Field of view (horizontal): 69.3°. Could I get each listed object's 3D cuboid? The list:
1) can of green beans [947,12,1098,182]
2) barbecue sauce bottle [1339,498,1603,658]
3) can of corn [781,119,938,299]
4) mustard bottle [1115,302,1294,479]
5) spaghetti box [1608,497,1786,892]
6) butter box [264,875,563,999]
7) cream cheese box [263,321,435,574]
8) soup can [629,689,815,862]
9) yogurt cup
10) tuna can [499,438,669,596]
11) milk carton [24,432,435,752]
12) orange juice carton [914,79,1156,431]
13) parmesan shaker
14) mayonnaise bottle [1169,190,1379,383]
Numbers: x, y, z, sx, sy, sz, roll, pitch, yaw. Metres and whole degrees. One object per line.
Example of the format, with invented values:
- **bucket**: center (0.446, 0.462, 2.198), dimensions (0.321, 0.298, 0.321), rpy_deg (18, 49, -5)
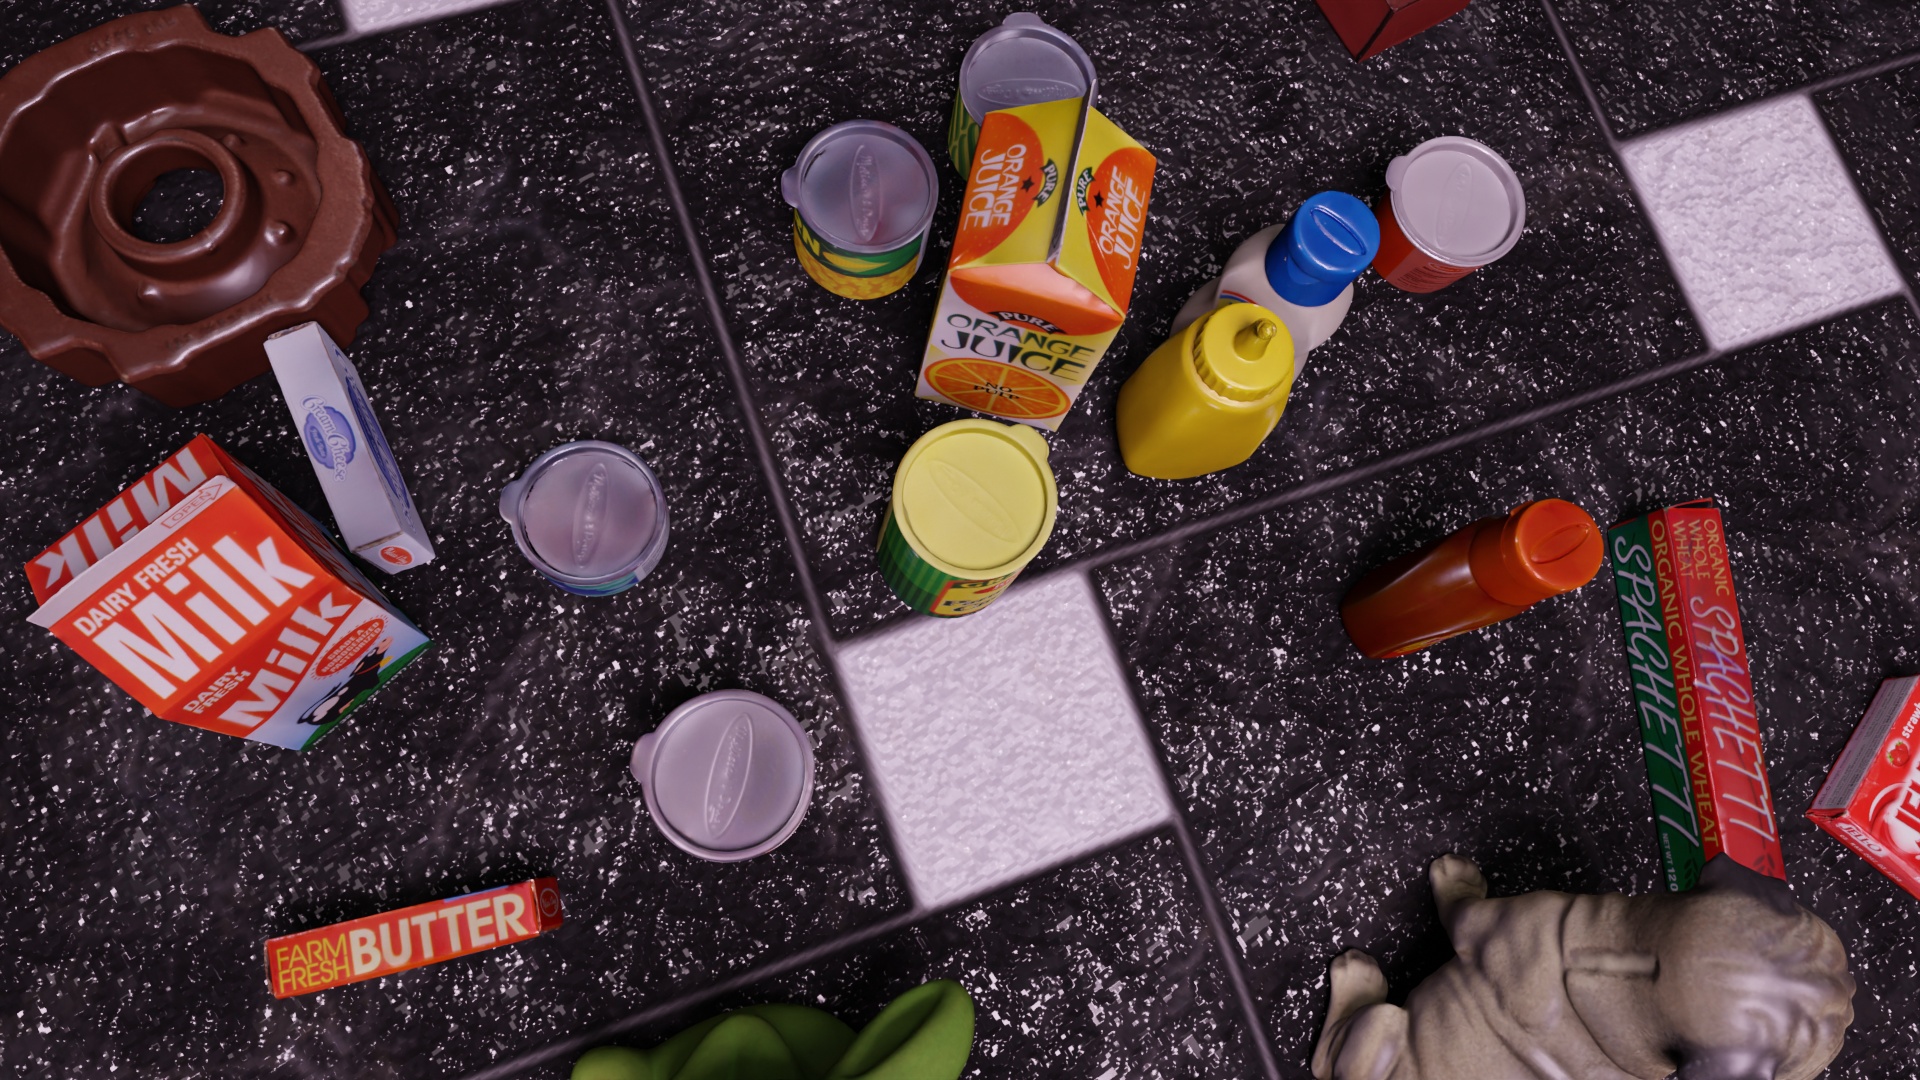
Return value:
- **can of green beans**: center (0.029, -0.208, 0.678), dimensions (0.071, 0.057, 0.071), rpy_deg (2, 77, -7)
- **barbecue sauce bottle**: center (0.220, 0.017, 0.601), dimensions (0.065, 0.148, 0.044), rpy_deg (-27, 82, -12)
- **can of corn**: center (-0.049, -0.154, 0.655), dimensions (0.071, 0.058, 0.071), rpy_deg (2, 77, -7)
- **mustard bottle**: center (0.111, -0.067, 0.601), dimensions (0.065, 0.160, 0.049), rpy_deg (-4, 78, -8)
- **spaghetti box**: center (0.346, 0.106, 0.645), dimensions (0.029, 0.050, 0.250), rpy_deg (-2, 77, -7)
- **butter box**: center (-0.218, 0.159, 0.562), dimensions (0.104, 0.053, 0.024), rpy_deg (-12, 79, -10)
- **cream cheese box**: center (-0.264, -0.038, 0.603), dimensions (0.024, 0.053, 0.104), rpy_deg (-25, 81, -12)
- **soup can**: center (-0.096, 0.098, 0.576), dimensions (0.071, 0.083, 0.071), rpy_deg (2, 77, -7)
- **yogurt cup**: center (0.238, -0.159, 0.694), dimensions (0.072, 0.054, 0.072), rpy_deg (2, 77, -7)
- **tuna can**: center (-0.166, -0.010, 0.619), dimensions (0.071, 0.032, 0.071), rpy_deg (2, 77, -7)
- **milk carton**: center (-0.269, 0.023, 0.517), dimensions (0.072, 0.190, 0.073), rpy_deg (-43, 85, -14)
- **orange juice carton**: center (0.030, -0.114, 0.586), dimensions (0.073, 0.192, 0.072), rpy_deg (14, 76, -4)
- **parmesan shaker**: center (0.002, -0.008, 0.603), dimensions (0.071, 0.103, 0.071), rpy_deg (2, 77, -7)
- **mayonnaise bottle**: center (0.140, -0.107, 0.621), dimensions (0.065, 0.147, 0.041), rpy_deg (42, 76, 4)
